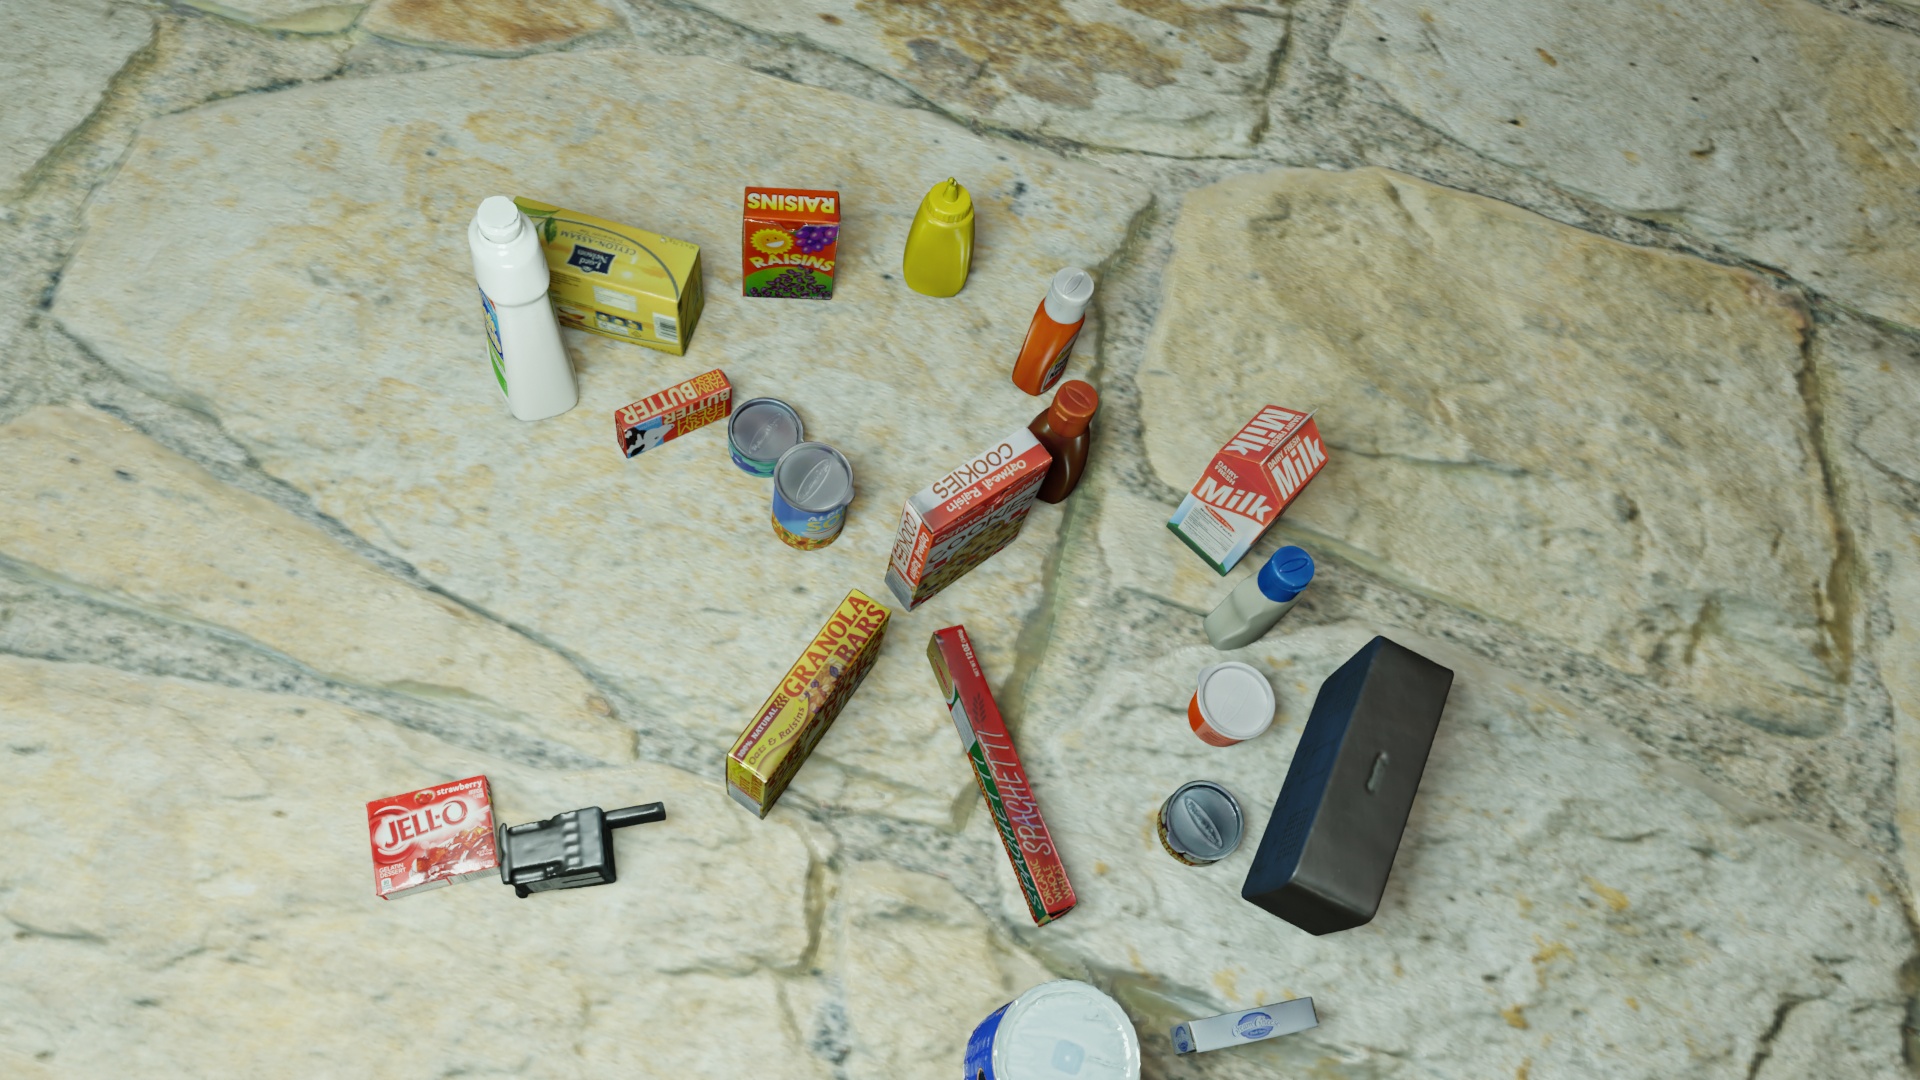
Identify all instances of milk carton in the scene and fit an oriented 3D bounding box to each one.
[{"bbox_3d":[0.253,-0.049,1.204,0.073,0.189,0.072,43,66,11],"label":"milk carton"}]

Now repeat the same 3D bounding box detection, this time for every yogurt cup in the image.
[{"bbox_3d":[0.228,0.143,1.187,0.072,0.053,0.072,4,65,-8],"label":"yogurt cup"}]

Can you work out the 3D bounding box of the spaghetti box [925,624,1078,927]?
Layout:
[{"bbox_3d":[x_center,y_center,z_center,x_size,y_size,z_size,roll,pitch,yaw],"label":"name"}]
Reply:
[{"bbox_3d":[0.031,0.190,1.133,0.029,0.050,0.250,-17,69,-17],"label":"spaghetti box"}]

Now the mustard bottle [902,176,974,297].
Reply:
[{"bbox_3d":[-0.015,-0.286,1.284,0.065,0.159,0.049,11,65,-5],"label":"mustard bottle"}]

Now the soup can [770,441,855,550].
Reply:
[{"bbox_3d":[-0.126,-0.035,1.191,0.071,0.083,0.071,4,65,-8],"label":"soup can"}]

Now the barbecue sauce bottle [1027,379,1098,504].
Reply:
[{"bbox_3d":[0.086,-0.088,1.216,0.065,0.148,0.044,42,66,10],"label":"barbecue sauce bottle"}]

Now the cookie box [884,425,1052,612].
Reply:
[{"bbox_3d":[0.004,-0.015,1.158,0.123,0.166,0.040,-33,75,-21],"label":"cookie box"}]

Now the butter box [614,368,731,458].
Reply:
[{"bbox_3d":[-0.252,-0.112,1.222,0.104,0.053,0.024,-26,73,-20],"label":"butter box"}]

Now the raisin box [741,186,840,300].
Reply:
[{"bbox_3d":[-0.157,-0.270,1.272,0.086,0.123,0.040,2,66,-9],"label":"raisin box"}]

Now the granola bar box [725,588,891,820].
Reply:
[{"bbox_3d":[-0.121,0.129,1.094,0.039,0.123,0.166,33,65,6],"label":"granola bar box"}]

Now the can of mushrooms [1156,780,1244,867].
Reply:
[{"bbox_3d":[0.196,0.236,1.150,0.071,0.033,0.071,4,65,-8],"label":"can of mushrooms"}]

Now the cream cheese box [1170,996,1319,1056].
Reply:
[{"bbox_3d":[0.219,0.377,1.077,0.104,0.053,0.024,-7,67,-13],"label":"cream cheese box"}]

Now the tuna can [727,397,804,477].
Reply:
[{"bbox_3d":[-0.172,-0.090,1.237,0.071,0.032,0.071,4,65,-8],"label":"tuna can"}]

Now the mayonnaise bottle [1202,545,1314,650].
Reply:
[{"bbox_3d":[0.257,0.049,1.183,0.065,0.147,0.041,-18,70,-17],"label":"mayonnaise bottle"}]

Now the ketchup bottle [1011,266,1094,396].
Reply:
[{"bbox_3d":[0.086,-0.192,1.264,0.043,0.148,0.065,35,65,7],"label":"ketchup bottle"}]
